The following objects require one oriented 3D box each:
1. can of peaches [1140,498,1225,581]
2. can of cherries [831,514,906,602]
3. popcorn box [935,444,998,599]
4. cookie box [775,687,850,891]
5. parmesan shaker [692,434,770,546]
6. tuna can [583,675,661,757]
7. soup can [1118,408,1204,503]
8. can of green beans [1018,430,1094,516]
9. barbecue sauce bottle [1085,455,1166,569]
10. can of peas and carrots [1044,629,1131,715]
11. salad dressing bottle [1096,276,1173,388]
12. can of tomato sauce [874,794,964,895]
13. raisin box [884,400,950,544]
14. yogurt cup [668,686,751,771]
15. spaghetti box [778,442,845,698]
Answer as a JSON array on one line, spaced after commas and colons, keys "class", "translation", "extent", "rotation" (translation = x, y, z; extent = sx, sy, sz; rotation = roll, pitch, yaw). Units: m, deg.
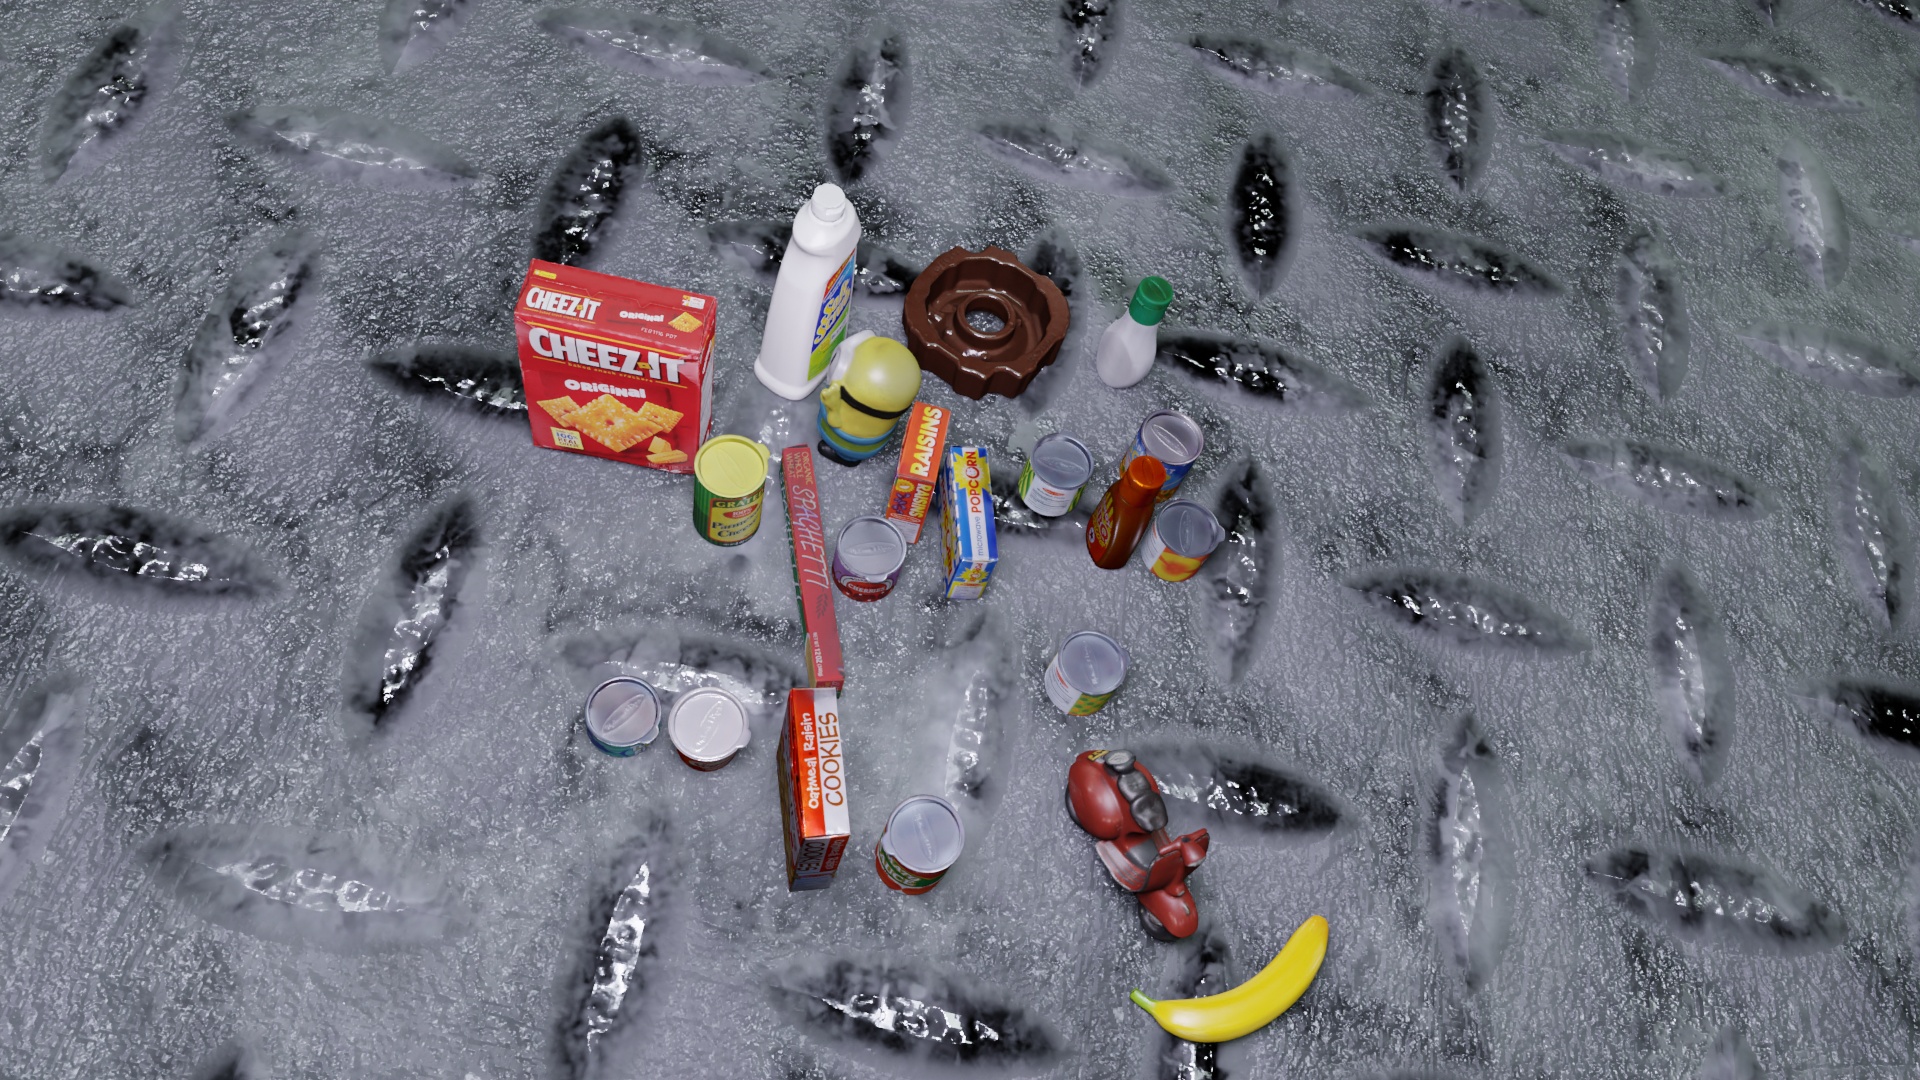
[{"class": "can of peaches", "translation": [0.223, 0.001, 1.398], "extent": [0.071, 0.057, 0.071], "rotation": [5, 61, -9]}, {"class": "can of cherries", "translation": [-0.088, 0.020, 1.322], "extent": [0.071, 0.058, 0.072], "rotation": [5, 61, -9]}, {"class": "popcorn box", "translation": [0.005, -0.017, 1.346], "extent": [0.038, 0.084, 0.127], "rotation": [1, 62, -11]}, {"class": "cookie box", "translation": [-0.125, 0.208, 1.150], "extent": [0.040, 0.166, 0.123], "rotation": [-3, 63, -13]}, {"class": "parmesan shaker", "translation": [-0.215, -0.046, 1.306], "extent": [0.071, 0.102, 0.071], "rotation": [5, 61, -9]}, {"class": "tuna can", "translation": [-0.294, 0.156, 1.220], "extent": [0.071, 0.032, 0.071], "rotation": [5, 61, -9]}, {"class": "soup can", "translation": [0.203, -0.084, 1.425], "extent": [0.071, 0.083, 0.071], "rotation": [5, 61, -9]}, {"class": "can of green beans", "translation": [0.097, -0.066, 1.408], "extent": [0.071, 0.057, 0.071], "rotation": [5, 61, -9]}, {"class": "barbecue sauce bottle", "translation": [0.161, -0.030, 1.350], "extent": [0.044, 0.147, 0.065], "rotation": [-1, 63, -12]}, {"class": "can of peas and carrots", "translation": [0.119, 0.124, 1.309], "extent": [0.071, 0.058, 0.071], "rotation": [5, 61, -9]}, {"class": "salad dressing bottle", "translation": [0.184, -0.217, 1.457], "extent": [0.044, 0.147, 0.064], "rotation": [-27, 70, -23]}, {"class": "can of tomato sauce", "translation": [-0.038, 0.262, 1.187], "extent": [0.071, 0.082, 0.071], "rotation": [5, 61, -9]}, {"class": "raisin box", "translation": [-0.044, -0.064, 1.340], "extent": [0.040, 0.122, 0.086], "rotation": [14, 60, -4]}, {"class": "yogurt cup", "translation": [-0.221, 0.168, 1.217], "extent": [0.072, 0.053, 0.073], "rotation": [5, 61, -9]}, {"class": "spaghetti box", "translation": [-0.142, 0.027, 1.312], "extent": [0.029, 0.050, 0.251], "rotation": [-5, 63, -14]}]
